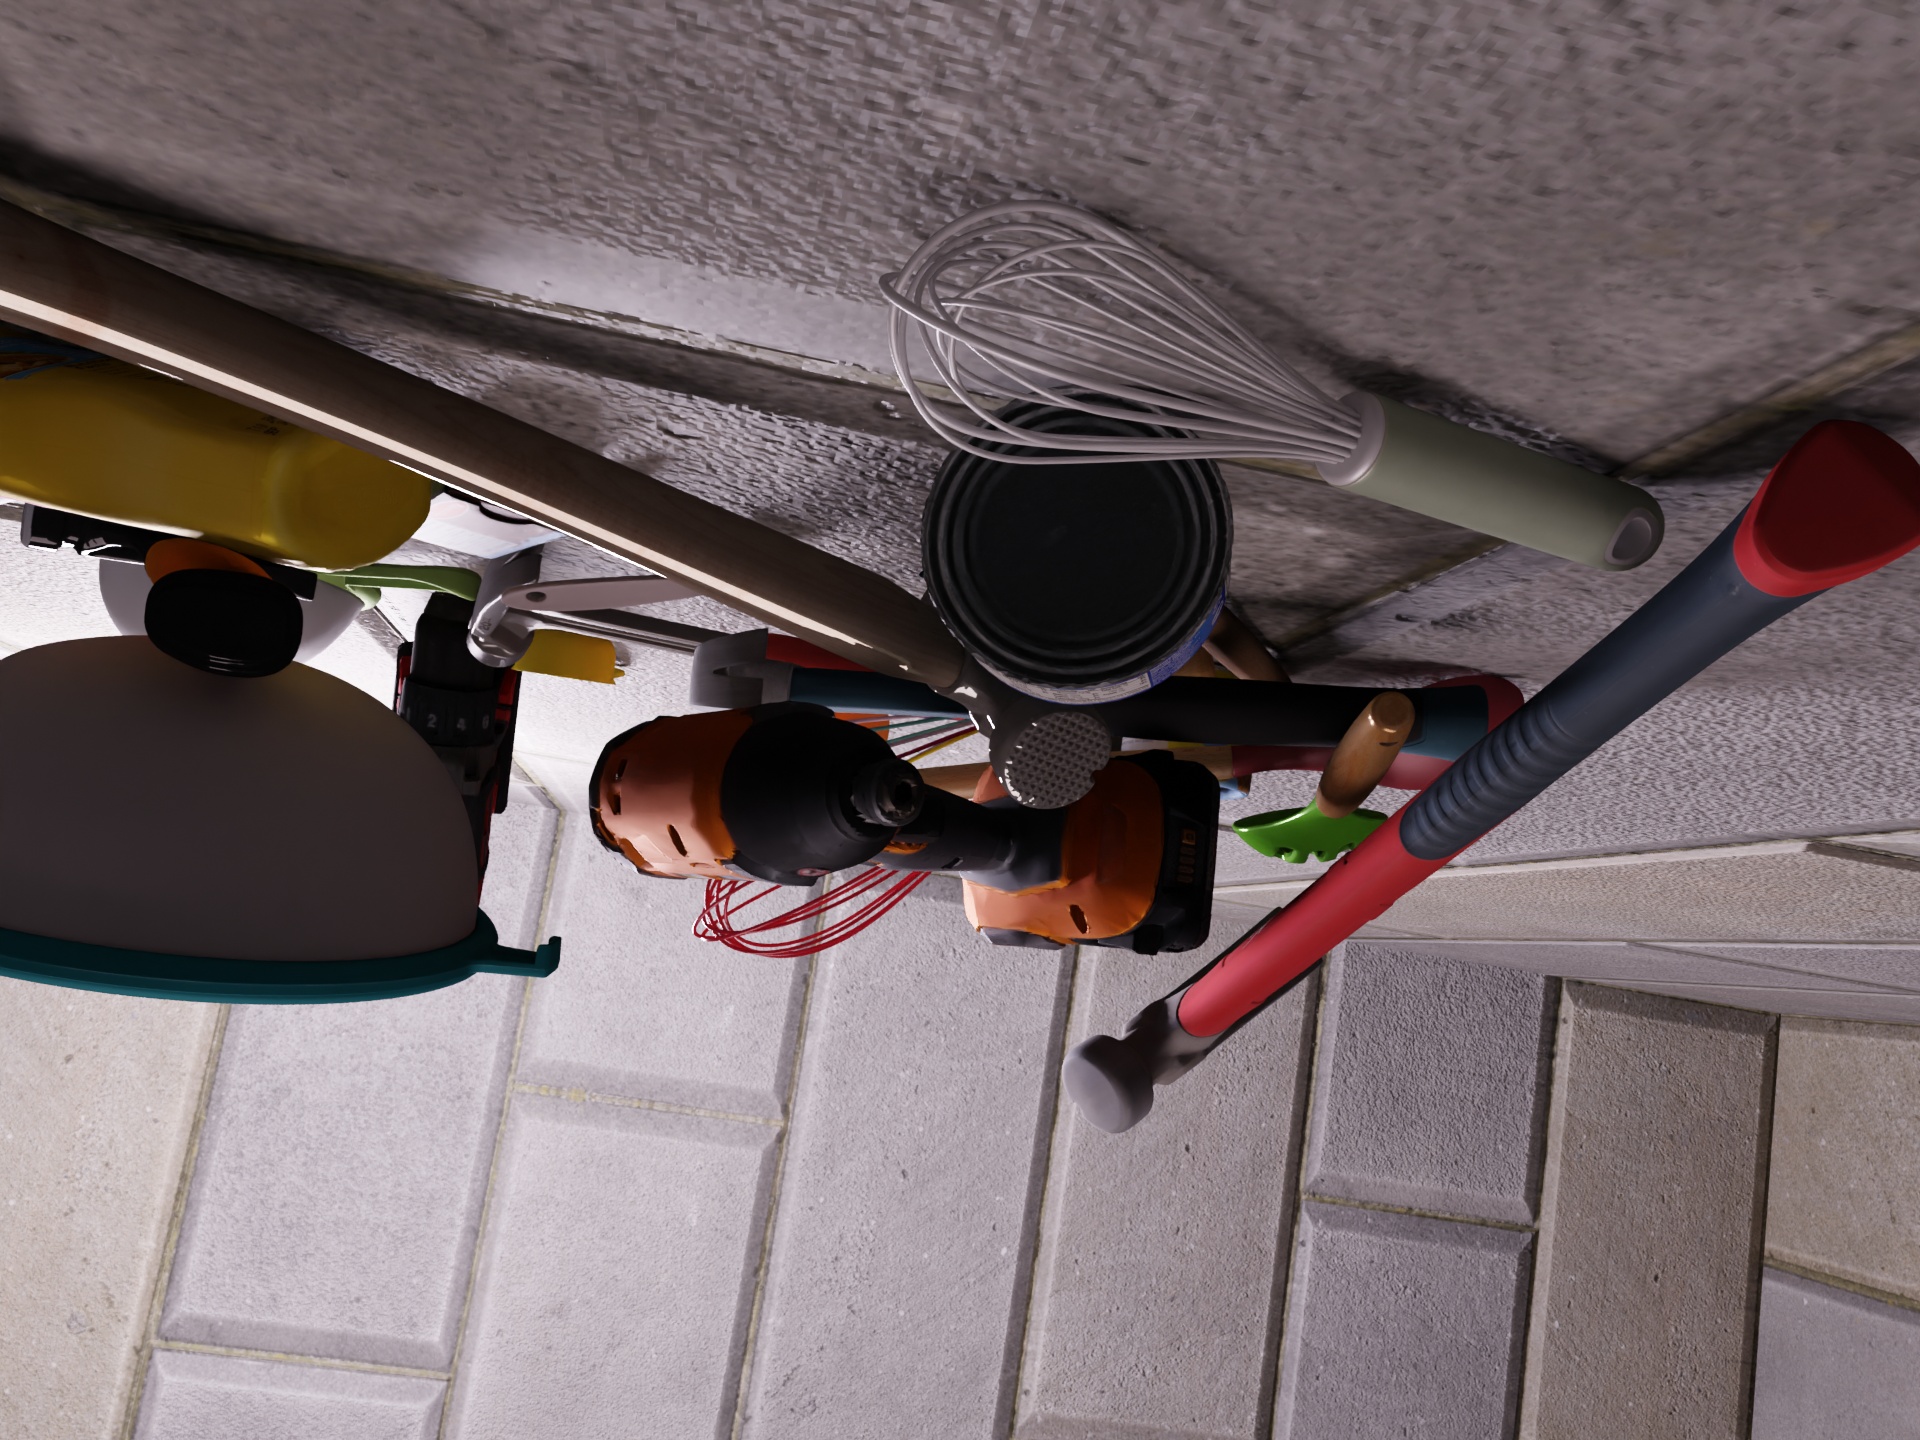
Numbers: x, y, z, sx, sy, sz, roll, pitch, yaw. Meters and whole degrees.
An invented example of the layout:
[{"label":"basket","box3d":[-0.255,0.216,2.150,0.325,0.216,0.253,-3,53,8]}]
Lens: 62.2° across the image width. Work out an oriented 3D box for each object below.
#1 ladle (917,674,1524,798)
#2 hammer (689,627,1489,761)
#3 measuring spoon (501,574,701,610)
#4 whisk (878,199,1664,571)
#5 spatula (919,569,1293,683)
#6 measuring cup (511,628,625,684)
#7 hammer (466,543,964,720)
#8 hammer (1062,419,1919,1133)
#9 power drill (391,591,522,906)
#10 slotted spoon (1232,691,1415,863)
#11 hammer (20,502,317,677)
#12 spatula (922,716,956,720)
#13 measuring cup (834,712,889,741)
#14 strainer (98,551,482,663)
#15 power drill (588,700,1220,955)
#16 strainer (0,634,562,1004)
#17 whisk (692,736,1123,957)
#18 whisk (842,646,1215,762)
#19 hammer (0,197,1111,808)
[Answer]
[{"label":"ladle","box3d":[0.098,0.019,0.729,0.315,0.031,0.069,-5,137,8]},{"label":"hammer","box3d":[0.043,-0.007,0.654,0.331,0.033,0.128,3,174,16]},{"label":"measuring spoon","box3d":[-0.131,-0.061,0.667,0.124,0.018,0.034,-5,152,2]},{"label":"whisk","box3d":[0.090,-0.072,0.396,0.246,0.057,0.059,11,-154,-29]},{"label":"spatula","box3d":[0.088,-0.034,0.619,0.082,0.044,0.317,2,170,25]},{"label":"measuring cup","box3d":[-0.228,-0.040,0.976,0.062,0.029,0.156,9,-177,1]},{"label":"hammer","box3d":[-0.058,-0.027,0.801,0.359,0.037,0.149,11,163,-23]},{"label":"hammer","box3d":[0.164,0.033,0.536,0.143,0.038,0.386,-28,163,-35]},{"label":"power drill","box3d":[-0.304,0.005,0.946,0.080,0.188,0.227,6,-170,-16]},{"label":"slotted spoon","box3d":[0.145,0.028,0.615,0.070,0.031,0.313,-5,168,7]},{"label":"hammer","box3d":[-0.289,-0.056,0.615,0.127,0.034,0.337,9,-175,-32]},{"label":"spatula","box3d":[0.043,-0.002,0.936,0.316,0.018,0.059,6,170,24]},{"label":"measuring cup","box3d":[-0.102,-0.019,0.909,0.095,0.052,0.173,0,147,28]},{"label":"strainer","box3d":[-0.353,-0.054,0.837,0.256,0.069,0.151,5,170,30]},{"label":"power drill","box3d":[-0.005,0.040,0.605,0.226,0.084,0.164,12,170,-37]},{"label":"strainer","box3d":[-0.301,0.014,0.497,0.211,0.095,0.340,15,-178,43]},{"label":"whisk","box3d":[0.002,0.047,0.809,0.296,0.073,0.073,-22,178,-14]},{"label":"whisk","box3d":[-0.002,-0.004,0.752,0.245,0.047,0.051,-13,155,17]},{"label":"hammer","box3d":[-0.142,-0.082,0.471,0.410,0.038,0.146,21,-159,-28]}]
